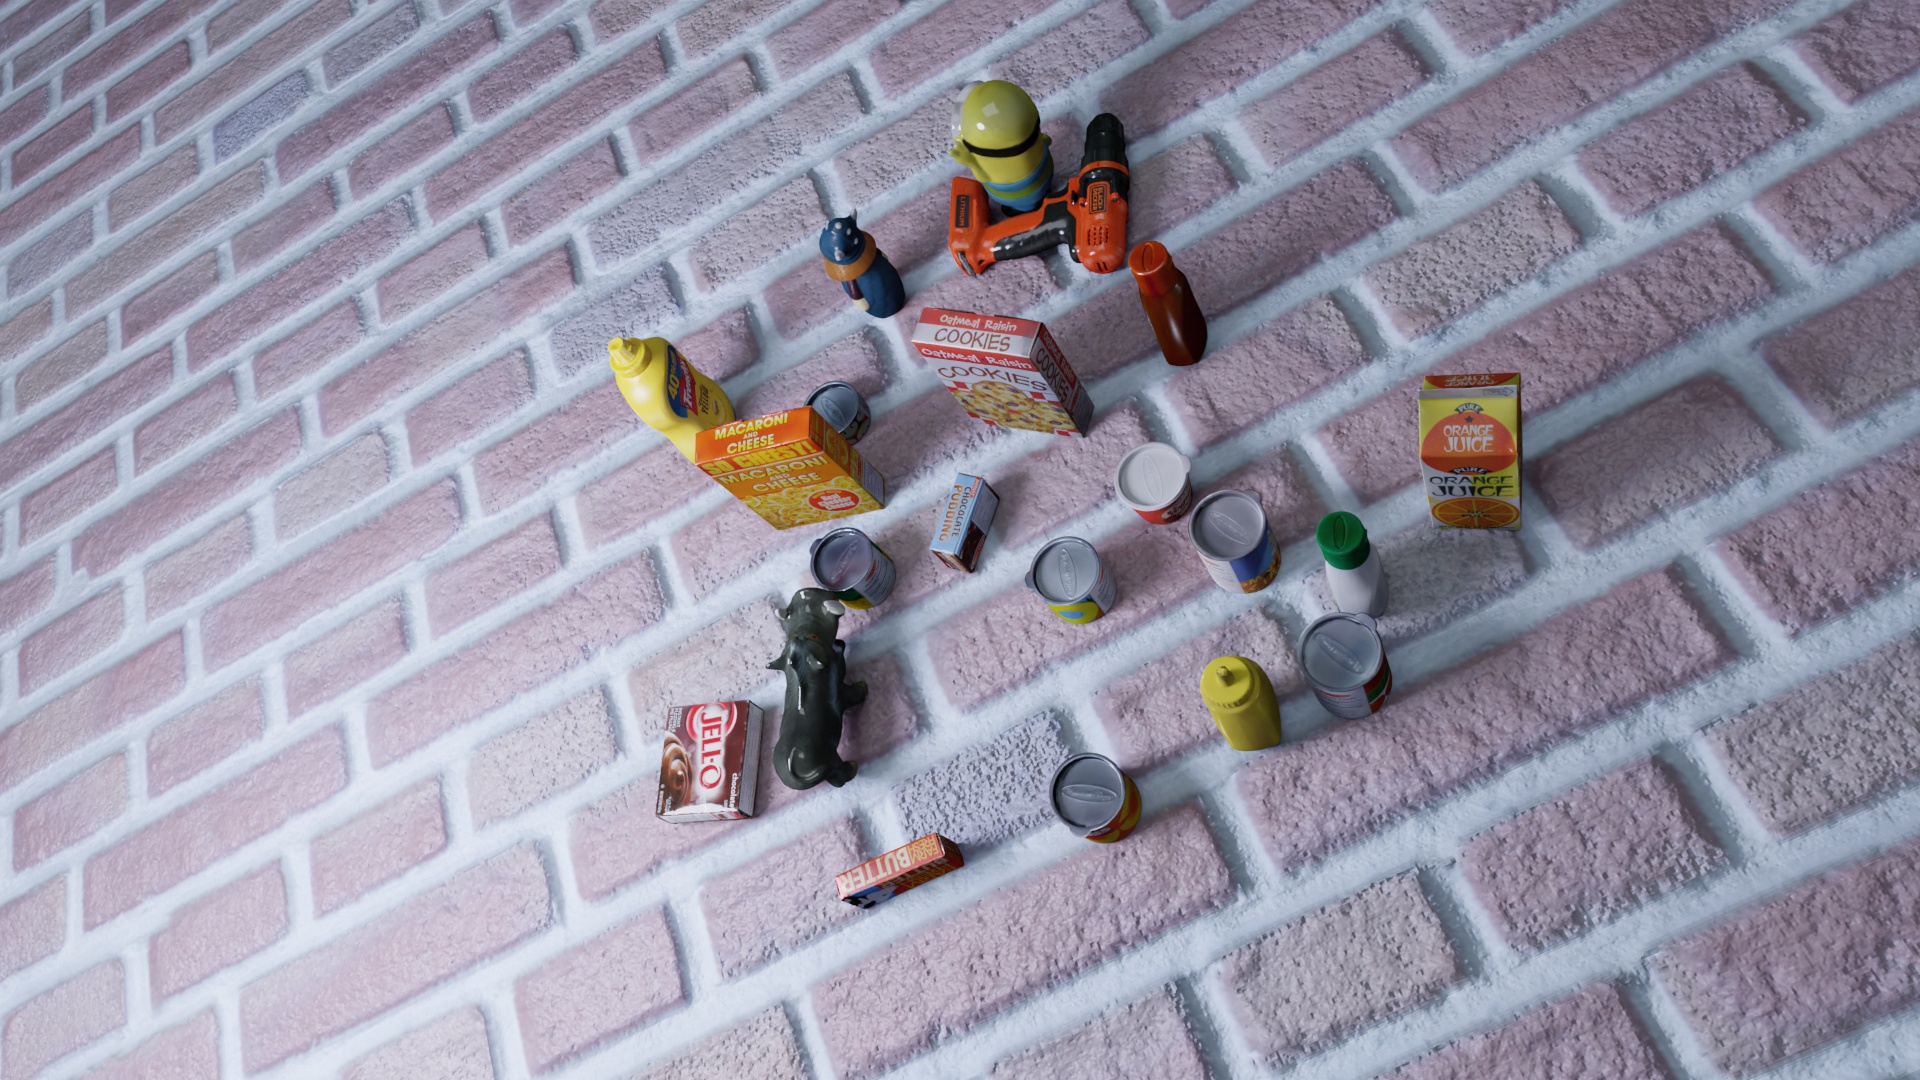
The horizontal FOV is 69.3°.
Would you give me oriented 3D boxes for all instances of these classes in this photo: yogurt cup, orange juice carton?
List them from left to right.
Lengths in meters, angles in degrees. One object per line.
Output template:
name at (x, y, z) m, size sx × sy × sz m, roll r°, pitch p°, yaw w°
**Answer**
yogurt cup at (0.180, -0.049, 1.270) m, size 0.072 × 0.054 × 0.072 m, roll -9°, pitch 64°, yaw 19°
orange juice carton at (0.408, -0.077, 1.106) m, size 0.072 × 0.192 × 0.073 m, roll 1°, pitch 68°, yaw 23°

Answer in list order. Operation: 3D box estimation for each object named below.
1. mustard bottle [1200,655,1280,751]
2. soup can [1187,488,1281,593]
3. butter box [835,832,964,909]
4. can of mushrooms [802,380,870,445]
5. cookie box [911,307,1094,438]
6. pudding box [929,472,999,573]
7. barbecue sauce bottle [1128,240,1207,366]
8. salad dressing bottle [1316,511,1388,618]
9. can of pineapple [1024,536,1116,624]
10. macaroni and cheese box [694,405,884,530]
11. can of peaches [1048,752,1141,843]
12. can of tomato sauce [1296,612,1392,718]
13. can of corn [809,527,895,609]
mustard bottle at (0.222, 0.124, 1.112) m, size 0.049 × 0.160 × 0.065 m, roll -14°, pitch 63°, yaw 17°
soup can at (0.241, 0.000, 1.204) m, size 0.071 × 0.083 × 0.071 m, roll -9°, pitch 65°, yaw 19°
butter box at (-0.053, 0.289, 1.215) m, size 0.103 × 0.053 × 0.024 m, roll -26°, pitch 60°, yaw 10°
can of mushrooms at (-0.131, -0.129, 1.448) m, size 0.071 × 0.033 × 0.071 m, roll -9°, pitch 64°, yaw 19°
cookie box at (0.043, -0.157, 1.309) m, size 0.123 × 0.167 × 0.040 m, roll 11°, pitch 73°, yaw 27°
pudding box at (0.005, -0.017, 1.331) m, size 0.030 × 0.049 × 0.084 m, roll 12°, pitch 72°, yaw 27°
barbecue sauce bottle at (0.192, -0.222, 1.287) m, size 0.043 × 0.148 × 0.065 m, roll -1°, pitch 67°, yaw 23°
salad dressing bottle at (0.317, 0.020, 1.126) m, size 0.044 × 0.147 × 0.064 m, roll -2°, pitch 67°, yaw 22°
can of pineapple at (0.101, 0.037, 1.262) m, size 0.071 × 0.057 × 0.071 m, roll -9°, pitch 64°, yaw 19°
macaroni and cheese box at (-0.164, -0.068, 1.357) m, size 0.123 × 0.166 × 0.040 m, roll -11°, pitch 64°, yaw 18°
can of peaches at (0.114, 0.221, 1.173) m, size 0.071 × 0.058 × 0.071 m, roll -9°, pitch 64°, yaw 19°
can of tomato sauce at (0.314, 0.101, 1.129) m, size 0.071 × 0.083 × 0.071 m, roll -9°, pitch 65°, yaw 19°
can of corn at (-0.106, 0.027, 1.353) m, size 0.071 × 0.058 × 0.071 m, roll -9°, pitch 64°, yaw 19°
